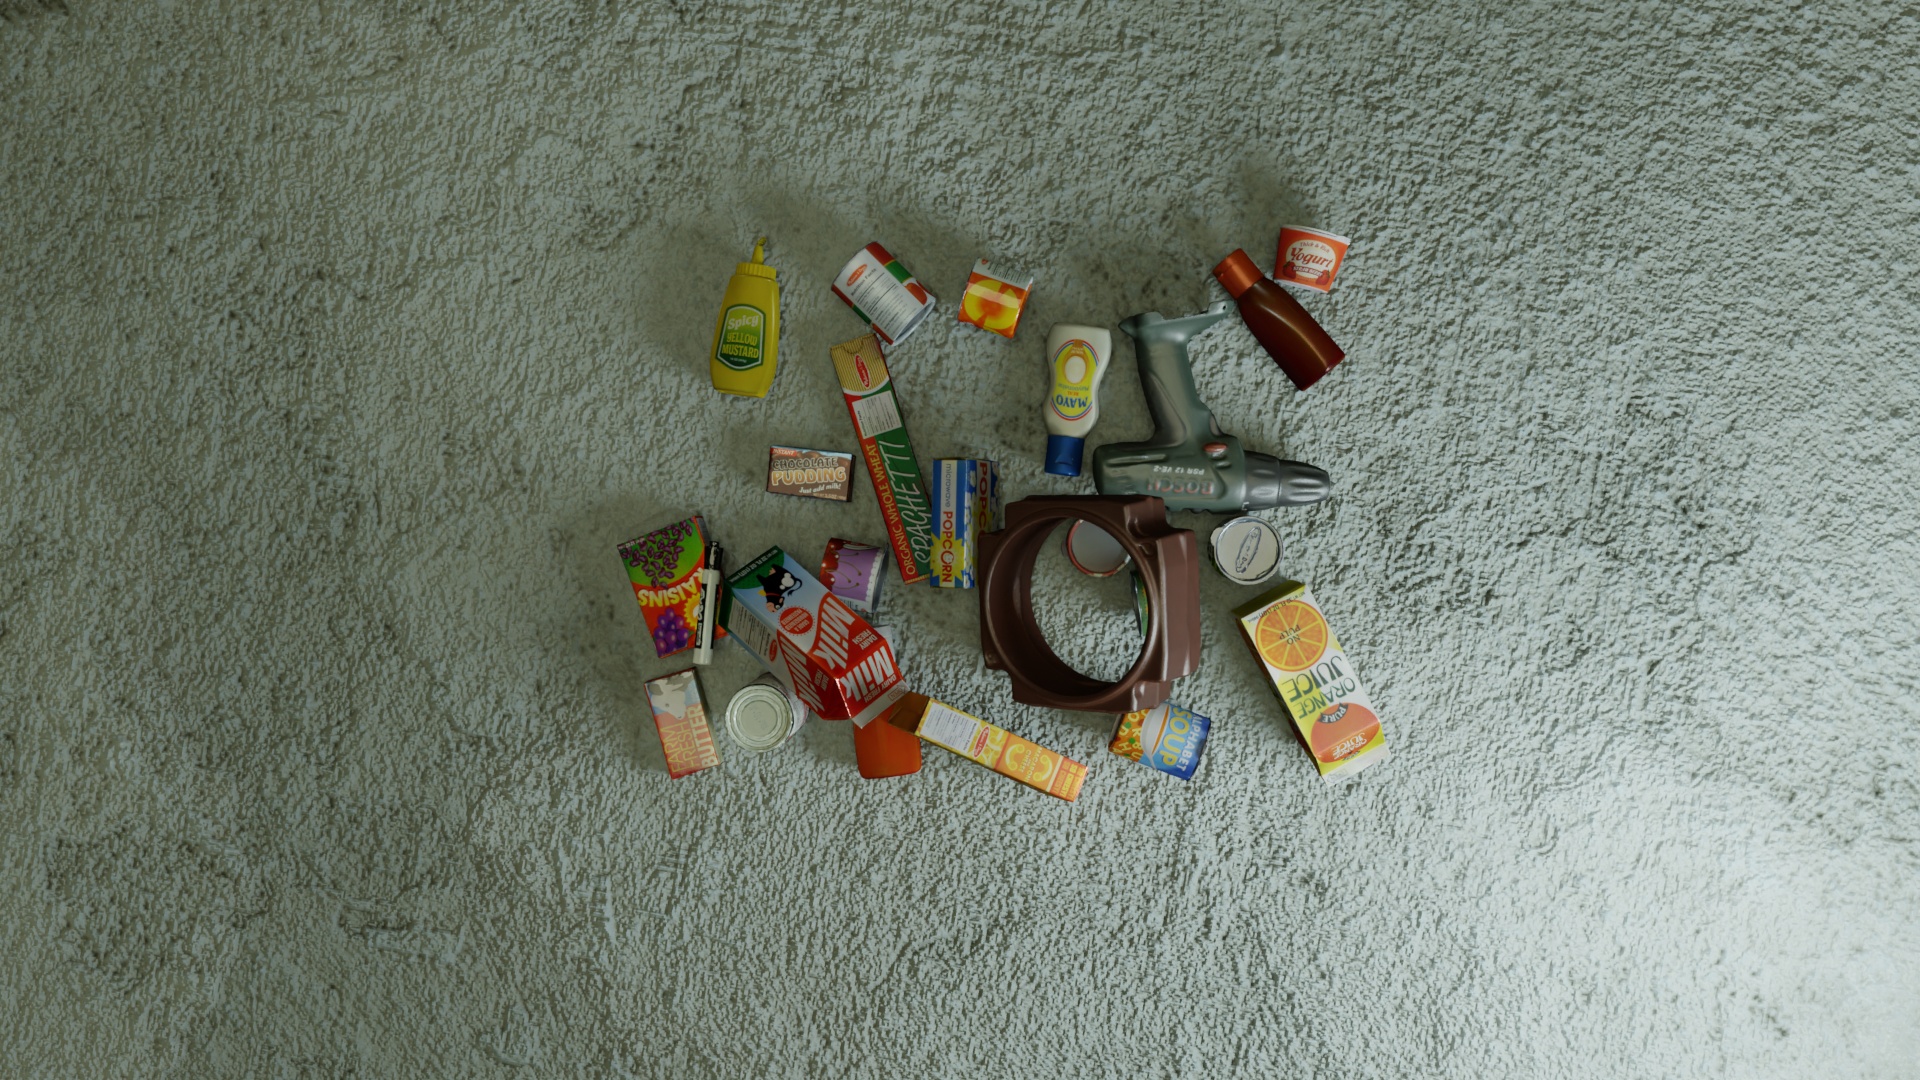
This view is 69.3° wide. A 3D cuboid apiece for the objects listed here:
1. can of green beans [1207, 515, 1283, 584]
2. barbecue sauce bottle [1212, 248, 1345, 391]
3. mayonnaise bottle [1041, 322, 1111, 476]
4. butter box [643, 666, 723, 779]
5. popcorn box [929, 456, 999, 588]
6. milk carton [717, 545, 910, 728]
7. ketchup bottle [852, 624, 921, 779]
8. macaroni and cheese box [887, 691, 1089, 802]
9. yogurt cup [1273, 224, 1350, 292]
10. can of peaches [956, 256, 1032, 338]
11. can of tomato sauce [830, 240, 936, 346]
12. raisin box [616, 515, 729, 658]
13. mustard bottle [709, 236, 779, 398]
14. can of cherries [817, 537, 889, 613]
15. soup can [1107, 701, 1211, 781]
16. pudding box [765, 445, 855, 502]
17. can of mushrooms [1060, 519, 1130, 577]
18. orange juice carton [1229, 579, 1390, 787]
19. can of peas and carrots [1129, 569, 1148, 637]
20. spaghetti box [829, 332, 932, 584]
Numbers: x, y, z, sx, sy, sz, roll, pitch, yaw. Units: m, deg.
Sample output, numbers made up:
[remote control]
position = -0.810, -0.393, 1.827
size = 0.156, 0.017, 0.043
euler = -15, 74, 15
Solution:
[can of green beans]
position = 0.277, 0.009, 1.355
size = 0.071, 0.058, 0.071
euler = 0, 91, 3
[barbecue sauce bottle]
position = 0.306, -0.217, 1.351
size = 0.044, 0.064, 0.148
euler = -38, 85, -21
[mayonnaise bottle]
position = 0.110, -0.138, 1.370
size = 0.065, 0.041, 0.148
euler = 7, 90, 3
[butter box]
position = -0.278, 0.184, 1.400
size = 0.053, 0.024, 0.103
euler = -16, 90, 2
[popcorn box]
position = 0.005, -0.017, 1.352
size = 0.038, 0.085, 0.126
euler = 2, 91, 23
[milk carton]
position = -0.139, 0.100, 1.326
size = 0.191, 0.073, 0.073
euler = 40, 51, 18
[ketchup bottle]
position = -0.078, 0.159, 1.380
size = 0.065, 0.043, 0.148
euler = -7, 90, 1
[macaroni and cheese box]
position = 0.023, 0.194, 1.317
size = 0.166, 0.123, 0.040
euler = 25, 82, -12
[yogurt cup]
position = 0.337, -0.273, 1.349
size = 0.072, 0.072, 0.054
euler = 15, 100, 3
[can of peaches]
position = 0.034, -0.235, 1.363
size = 0.058, 0.071, 0.071
euler = 19, 92, 2
[can of tomato sauce]
position = -0.075, -0.243, 1.368
size = 0.083, 0.071, 0.071
euler = 44, 92, 1
[raisin box]
position = -0.280, 0.046, 1.392
size = 0.086, 0.040, 0.123
euler = -20, 90, 2
[mustard bottle]
position = -0.210, -0.224, 1.381
size = 0.065, 0.049, 0.160
euler = 7, 91, 1
[can of cherries]
position = -0.105, 0.031, 1.370
size = 0.058, 0.071, 0.071
euler = 12, 91, 4
[soup can]
position = 0.194, 0.189, 1.354
size = 0.084, 0.071, 0.071
euler = 20, 92, 3
[pudding box]
position = -0.149, -0.067, 1.389
size = 0.084, 0.030, 0.049
euler = 7, 90, 2
[can of mushrooms]
position = 0.135, 0.004, 1.374
size = 0.071, 0.033, 0.071
euler = 0, 91, 2
[orange juice carton]
position = 0.341, 0.139, 1.345
size = 0.072, 0.073, 0.192
euler = -28, 90, 3
[can of peas and carrots]
position = 0.199, 0.056, 1.353
size = 0.059, 0.071, 0.071
euler = -9, 90, 2
[spaghetti box]
position = -0.070, -0.080, 1.386
size = 0.050, 0.028, 0.250
euler = -18, 89, 3
